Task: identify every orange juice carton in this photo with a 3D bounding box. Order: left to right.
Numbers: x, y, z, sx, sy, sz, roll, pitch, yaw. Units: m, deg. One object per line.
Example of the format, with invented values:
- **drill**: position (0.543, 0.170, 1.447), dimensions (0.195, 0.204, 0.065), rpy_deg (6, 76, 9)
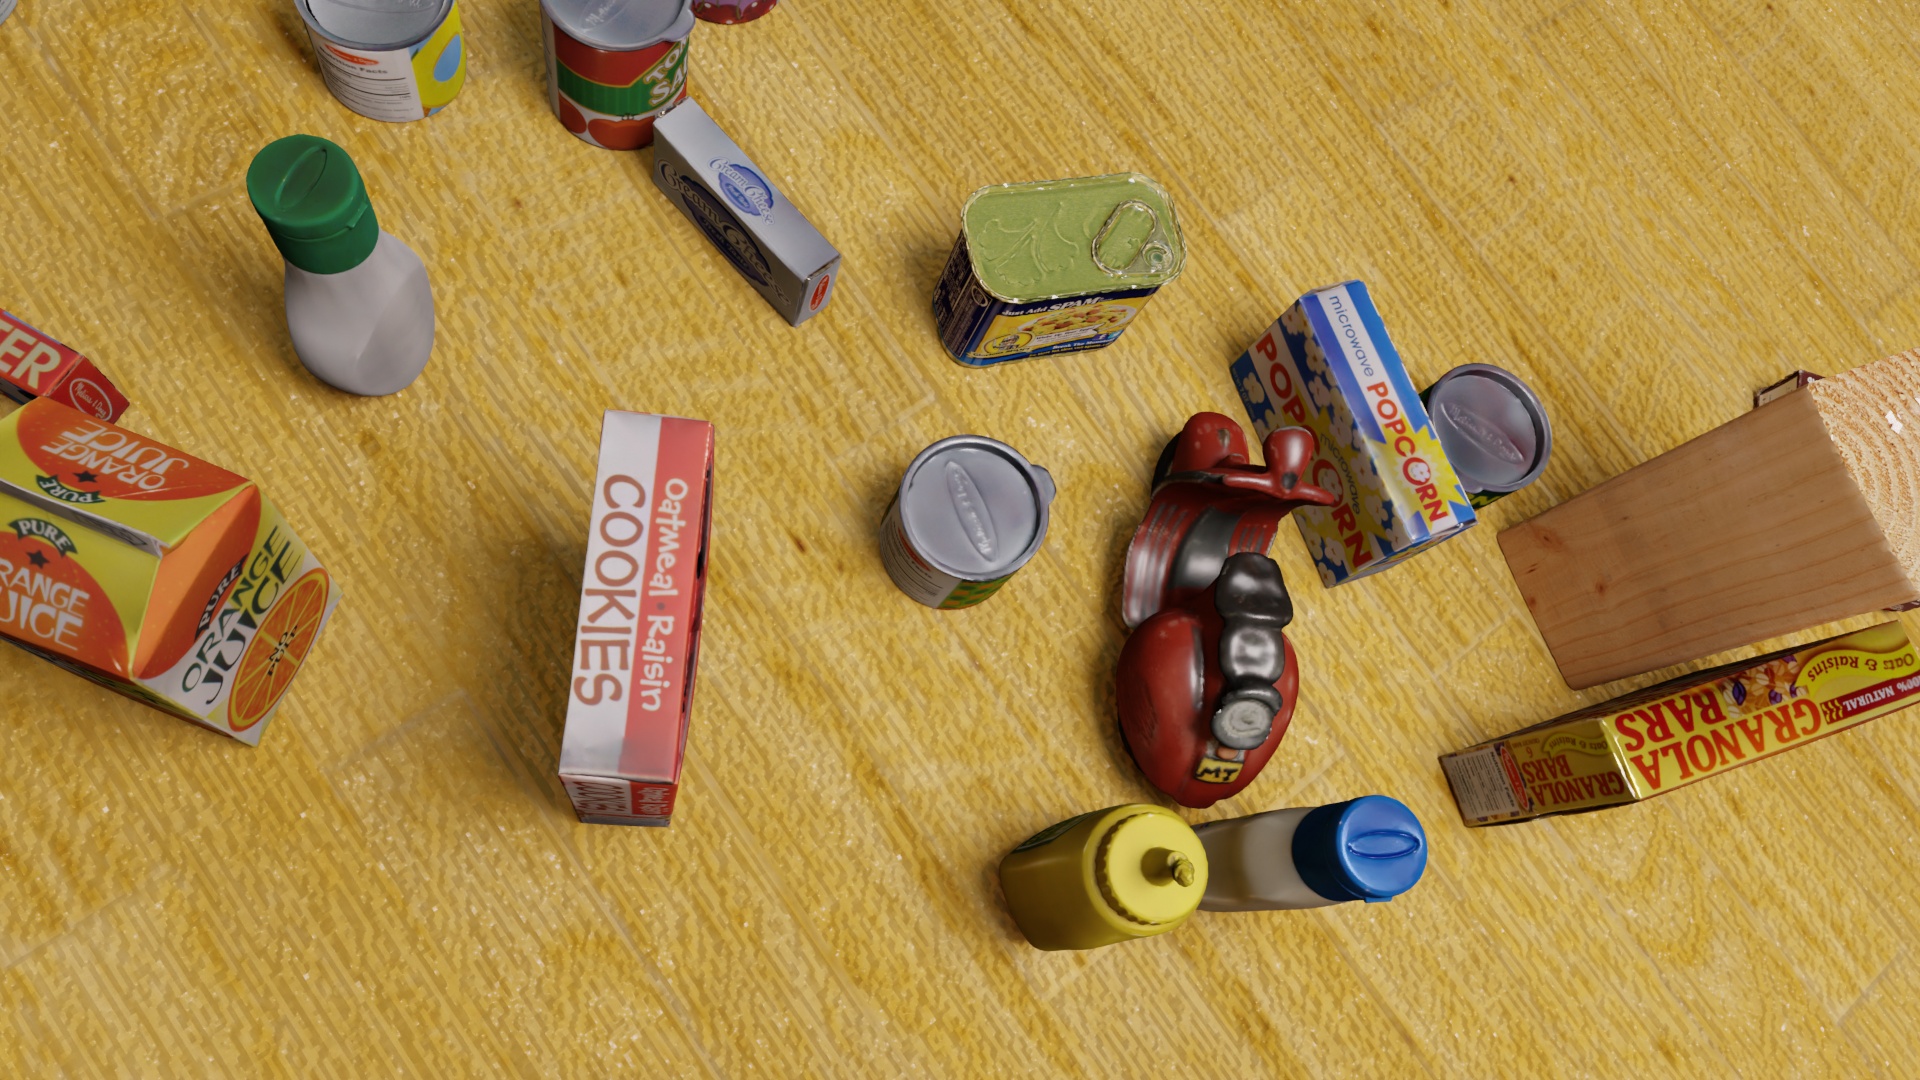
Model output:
- **orange juice carton**: position (-0.280, 0.013, 0.476), dimensions (0.072, 0.192, 0.073), rpy_deg (24, 70, -5)

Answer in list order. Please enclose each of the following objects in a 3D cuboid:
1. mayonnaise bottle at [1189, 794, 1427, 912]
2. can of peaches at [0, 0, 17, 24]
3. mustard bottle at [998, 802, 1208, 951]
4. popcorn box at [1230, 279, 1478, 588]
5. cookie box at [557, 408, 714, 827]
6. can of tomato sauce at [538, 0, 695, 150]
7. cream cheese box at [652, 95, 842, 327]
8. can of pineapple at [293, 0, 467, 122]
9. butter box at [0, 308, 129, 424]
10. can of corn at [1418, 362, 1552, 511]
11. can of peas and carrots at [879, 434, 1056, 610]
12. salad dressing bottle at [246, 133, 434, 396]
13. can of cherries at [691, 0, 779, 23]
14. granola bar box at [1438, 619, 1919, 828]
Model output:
- **mayonnaise bottle**: position (0.135, 0.128, 0.562), dimensions (0.065, 0.147, 0.041), rpy_deg (0, 74, -13)
- **can of peaches**: position (-0.450, -0.254, 0.590), dimensions (0.071, 0.058, 0.071), rpy_deg (4, 73, -12)
- **mustard bottle**: position (0.061, 0.128, 0.538), dimensions (0.065, 0.159, 0.049), rpy_deg (-22, 80, -18)
- **popcorn box**: position (0.183, -0.049, 0.661), dimensions (0.038, 0.085, 0.127), rpy_deg (-18, 78, -17)
- **cookie box**: position (-0.119, 0.038, 0.520), dimensions (0.040, 0.167, 0.123), rpy_deg (6, 73, -12)
- **can of tomato sauce**: position (-0.156, -0.228, 0.638), dimensions (0.071, 0.083, 0.071), rpy_deg (4, 73, -12)
- **cream cheese box**: position (-0.101, -0.150, 0.643), dimensions (0.024, 0.053, 0.104), rpy_deg (-42, 86, -20)
- **can of pineapple**: position (-0.260, -0.234, 0.629), dimensions (0.071, 0.057, 0.071), rpy_deg (4, 73, -12)
- **butter box**: position (-0.392, -0.080, 0.553), dimensions (0.103, 0.053, 0.024), rpy_deg (30, 69, -3)
- **can of corn**: position (0.246, -0.045, 0.689), dimensions (0.071, 0.058, 0.071), rpy_deg (4, 73, -12)
- **can of peas and carrots**: position (0.002, -0.008, 0.620), dimensions (0.071, 0.058, 0.071), rpy_deg (4, 73, -12)
- **salad dressing bottle**: position (-0.241, -0.105, 0.545), dimensions (0.044, 0.147, 0.064), rpy_deg (25, 70, -5)
- **can of cherries**: position (-0.118, -0.298, 0.682), dimensions (0.071, 0.058, 0.071), rpy_deg (4, 73, -12)
- **granola bar box**: position (0.325, 0.086, 0.632), dimensions (0.166, 0.123, 0.039), rpy_deg (-14, 77, -17)
